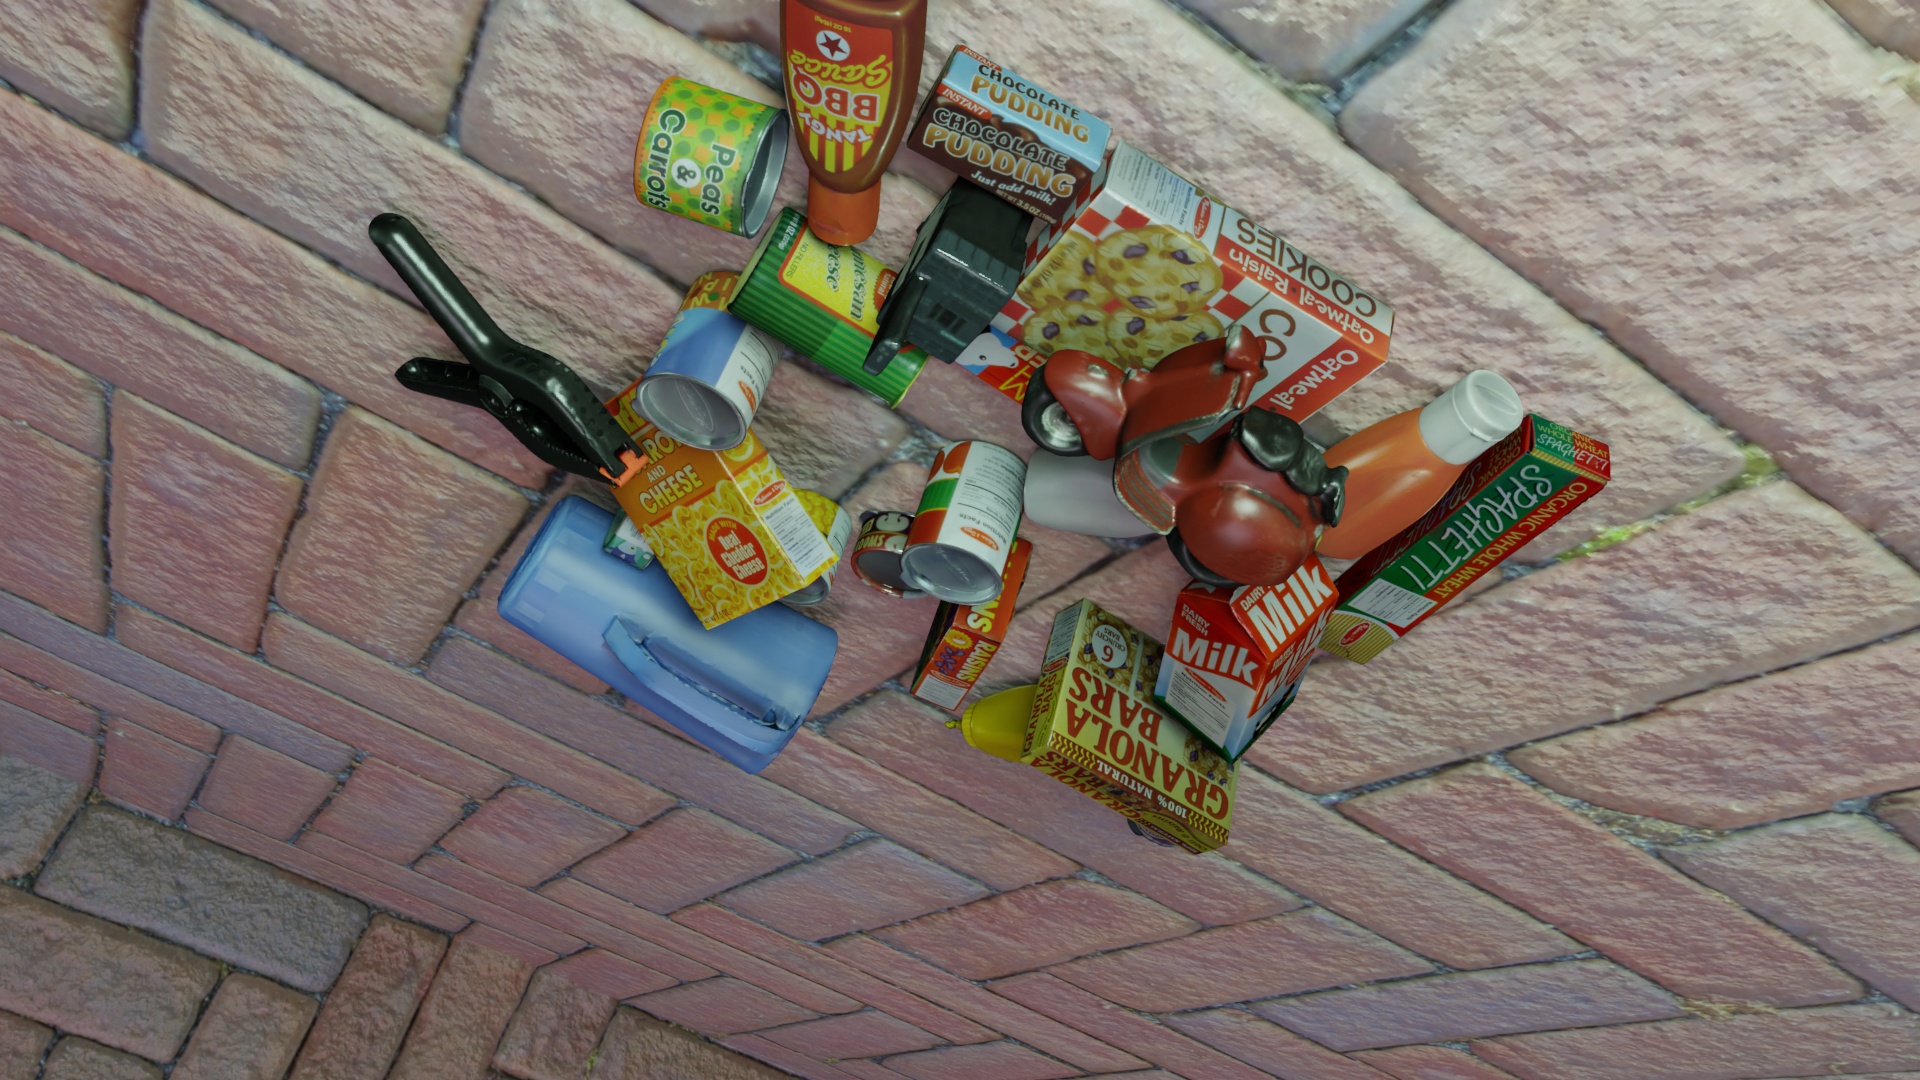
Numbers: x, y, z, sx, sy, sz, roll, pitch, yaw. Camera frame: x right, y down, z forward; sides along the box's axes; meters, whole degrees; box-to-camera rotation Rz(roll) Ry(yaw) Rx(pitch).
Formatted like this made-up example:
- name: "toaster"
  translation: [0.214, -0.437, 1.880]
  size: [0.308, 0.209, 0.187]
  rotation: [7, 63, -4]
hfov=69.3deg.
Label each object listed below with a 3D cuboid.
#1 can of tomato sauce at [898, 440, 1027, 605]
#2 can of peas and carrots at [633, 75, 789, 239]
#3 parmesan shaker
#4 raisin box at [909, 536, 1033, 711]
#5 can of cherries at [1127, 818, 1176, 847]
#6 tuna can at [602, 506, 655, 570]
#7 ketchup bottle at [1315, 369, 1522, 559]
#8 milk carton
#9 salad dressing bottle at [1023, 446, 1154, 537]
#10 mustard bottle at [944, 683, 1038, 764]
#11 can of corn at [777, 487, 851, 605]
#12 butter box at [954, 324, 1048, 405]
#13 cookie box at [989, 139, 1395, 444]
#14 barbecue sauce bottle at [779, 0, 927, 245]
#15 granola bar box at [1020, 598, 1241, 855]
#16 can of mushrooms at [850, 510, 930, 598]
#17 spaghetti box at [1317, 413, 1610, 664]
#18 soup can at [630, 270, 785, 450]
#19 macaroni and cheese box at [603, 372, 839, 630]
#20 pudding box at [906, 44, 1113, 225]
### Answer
- name: "can of tomato sauce"
  translation: [0.003, -0.011, 0.881]
  size: [0.071, 0.083, 0.070]
  rotation: [12, 147, 8]
- name: "can of peas and carrots"
  translation: [-0.123, -0.188, 0.685]
  size: [0.059, 0.071, 0.070]
  rotation: [18, 148, 1]
- name: "parmesan shaker"
  translation: [-0.067, -0.125, 0.753]
  size: [0.103, 0.071, 0.071]
  rotation: [29, 146, -17]
- name: "raisin box"
  translation: [0.007, 0.057, 0.979]
  size: [0.040, 0.086, 0.122]
  rotation: [22, 147, -4]
- name: "can of cherries"
  translation: [0.179, 0.216, 1.152]
  size: [0.071, 0.072, 0.058]
  rotation: [20, 147, -5]
- name: "tuna can"
  translation: [-0.229, -0.015, 1.005]
  size: [0.033, 0.071, 0.070]
  rotation: [30, 145, -18]
- name: "ketchup bottle"
  translation: [0.240, -0.040, 0.761]
  size: [0.065, 0.044, 0.148]
  rotation: [25, 147, -14]
- name: "milk carton"
  translation: [0.183, 0.061, 0.892]
  size: [0.073, 0.072, 0.189]
  rotation: [40, 156, 23]
- name: "salad dressing bottle"
  translation: [0.115, -0.026, 0.844]
  size: [0.148, 0.044, 0.064]
  rotation: [8, 144, 13]
- name: "mustard bottle"
  translation: [0.051, 0.148, 1.123]
  size: [0.160, 0.065, 0.048]
  rotation: [-6, 136, 41]
- name: "can of corn"
  translation: [-0.118, 0.004, 0.985]
  size: [0.071, 0.058, 0.070]
  rotation: [12, 147, 8]
- name: "butter box"
  translation: [0.038, -0.103, 0.780]
  size: [0.103, 0.024, 0.053]
  rotation: [31, 145, -20]
- name: "cookie box"
  translation: [0.116, -0.115, 0.711]
  size: [0.167, 0.040, 0.122]
  rotation: [28, 148, -14]
- name: "barbecue sauce bottle"
  translation: [-0.053, -0.203, 0.654]
  size: [0.065, 0.044, 0.147]
  rotation: [21, 148, 6]
- name: "granola bar box"
  translation: [0.129, 0.136, 1.004]
  size: [0.165, 0.125, 0.039]
  rotation: [32, 144, -20]
- name: "can of mushrooms"
  translation: [-0.045, 0.010, 0.983]
  size: [0.071, 0.033, 0.070]
  rotation: [13, 148, 8]
- name: "spaghetti box"
  translation: [0.284, 0.008, 0.826]
  size: [0.050, 0.029, 0.248]
  rotation: [22, 148, -6]
- name: "soup can"
  translation: [-0.144, -0.105, 0.809]
  size: [0.071, 0.084, 0.071]
  rotation: [12, 147, 8]
- name: "macaroni and cheese box"
  translation: [-0.170, -0.031, 0.910]
  size: [0.123, 0.040, 0.166]
  rotation: [-24, 103, 46]
- name: "pudding box"
  translation: [0.023, -0.190, 0.651]
  size: [0.084, 0.030, 0.049]
  rotation: [25, 146, -13]
